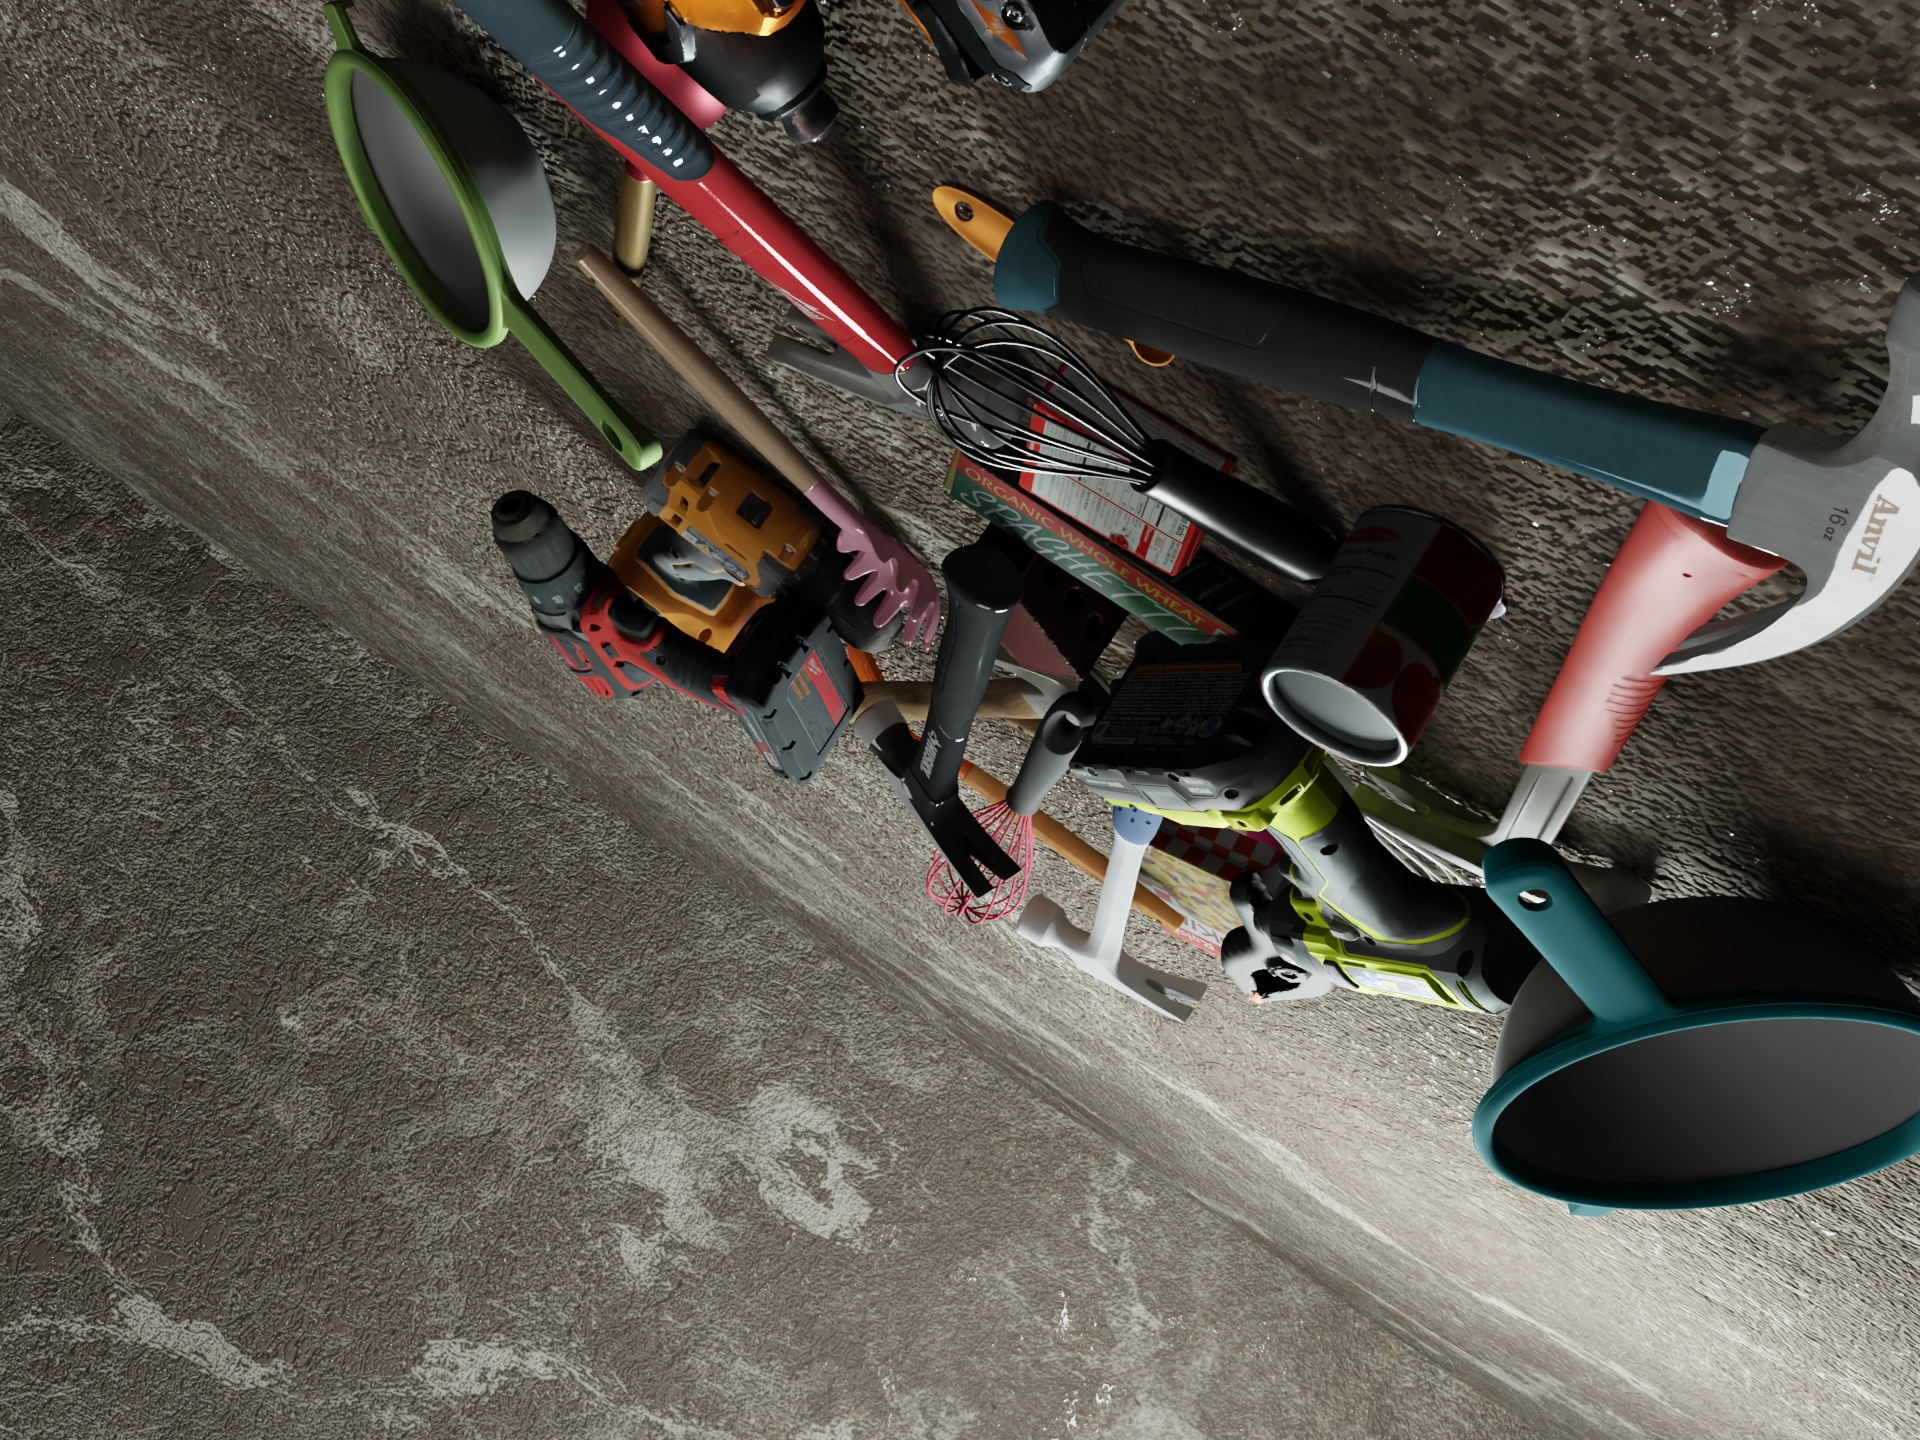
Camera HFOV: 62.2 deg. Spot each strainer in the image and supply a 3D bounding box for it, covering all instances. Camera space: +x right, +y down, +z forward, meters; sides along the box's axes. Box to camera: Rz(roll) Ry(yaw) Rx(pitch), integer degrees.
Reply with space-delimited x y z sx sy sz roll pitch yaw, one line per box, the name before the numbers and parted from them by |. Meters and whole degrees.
strainer | 0.299 0.110 0.694 0.211 0.095 0.340 -24 134 29
strainer | -0.212 -0.230 0.784 0.256 0.069 0.151 48 155 10

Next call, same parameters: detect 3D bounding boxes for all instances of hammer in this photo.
hammer | 0.140 -0.114 0.513 0.331 0.033 0.128 28 134 35
hammer | 0.113 0.077 1.004 0.144 0.035 0.405 30 152 16
hammer | 0.248 -0.004 0.655 0.149 0.037 0.358 29 163 19
hammer | -0.001 -0.003 0.894 0.146 0.035 0.334 54 162 14
hammer | -0.034 -0.015 1.076 0.331 0.031 0.129 -1 140 44
hammer | -0.110 -0.207 0.589 0.143 0.038 0.386 27 179 30

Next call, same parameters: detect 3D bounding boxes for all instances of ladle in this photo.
ladle | -0.154 -0.253 0.755 0.069 0.031 0.315 36 165 -7

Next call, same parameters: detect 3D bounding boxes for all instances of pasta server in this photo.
pasta server | -0.106 -0.146 0.902 0.060 0.040 0.315 20 161 49

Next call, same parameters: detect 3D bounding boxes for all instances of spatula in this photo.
spatula | 0.031 0.045 1.147 0.323 0.041 0.081 36 162 11

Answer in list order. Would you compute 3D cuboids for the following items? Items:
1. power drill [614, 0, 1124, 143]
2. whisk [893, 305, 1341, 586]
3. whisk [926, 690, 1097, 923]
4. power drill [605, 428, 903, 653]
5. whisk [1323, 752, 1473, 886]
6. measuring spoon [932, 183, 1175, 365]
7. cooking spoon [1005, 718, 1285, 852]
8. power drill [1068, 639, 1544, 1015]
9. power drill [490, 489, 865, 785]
power drill | -0.042 -0.244 0.478 0.227 0.084 0.164 22 161 47
whisk | 0.073 -0.097 0.619 0.238 0.055 0.055 21 174 -36
whisk | 0.036 0.061 1.045 0.073 0.073 0.295 33 147 5
power drill | -0.145 -0.096 1.084 0.185 0.084 0.226 37 159 -13
whisk | 0.211 0.052 0.865 0.246 0.058 0.059 47 -158 -23
measuring spoon | 0.038 -0.177 0.625 0.117 0.011 0.021 36 141 6
cooking spoon | 0.163 0.057 1.013 0.319 0.017 0.068 26 160 26
power drill | 0.165 0.062 0.799 0.223 0.080 0.171 44 158 -26
power drill | -0.189 -0.059 1.025 0.227 0.080 0.187 20 155 25
